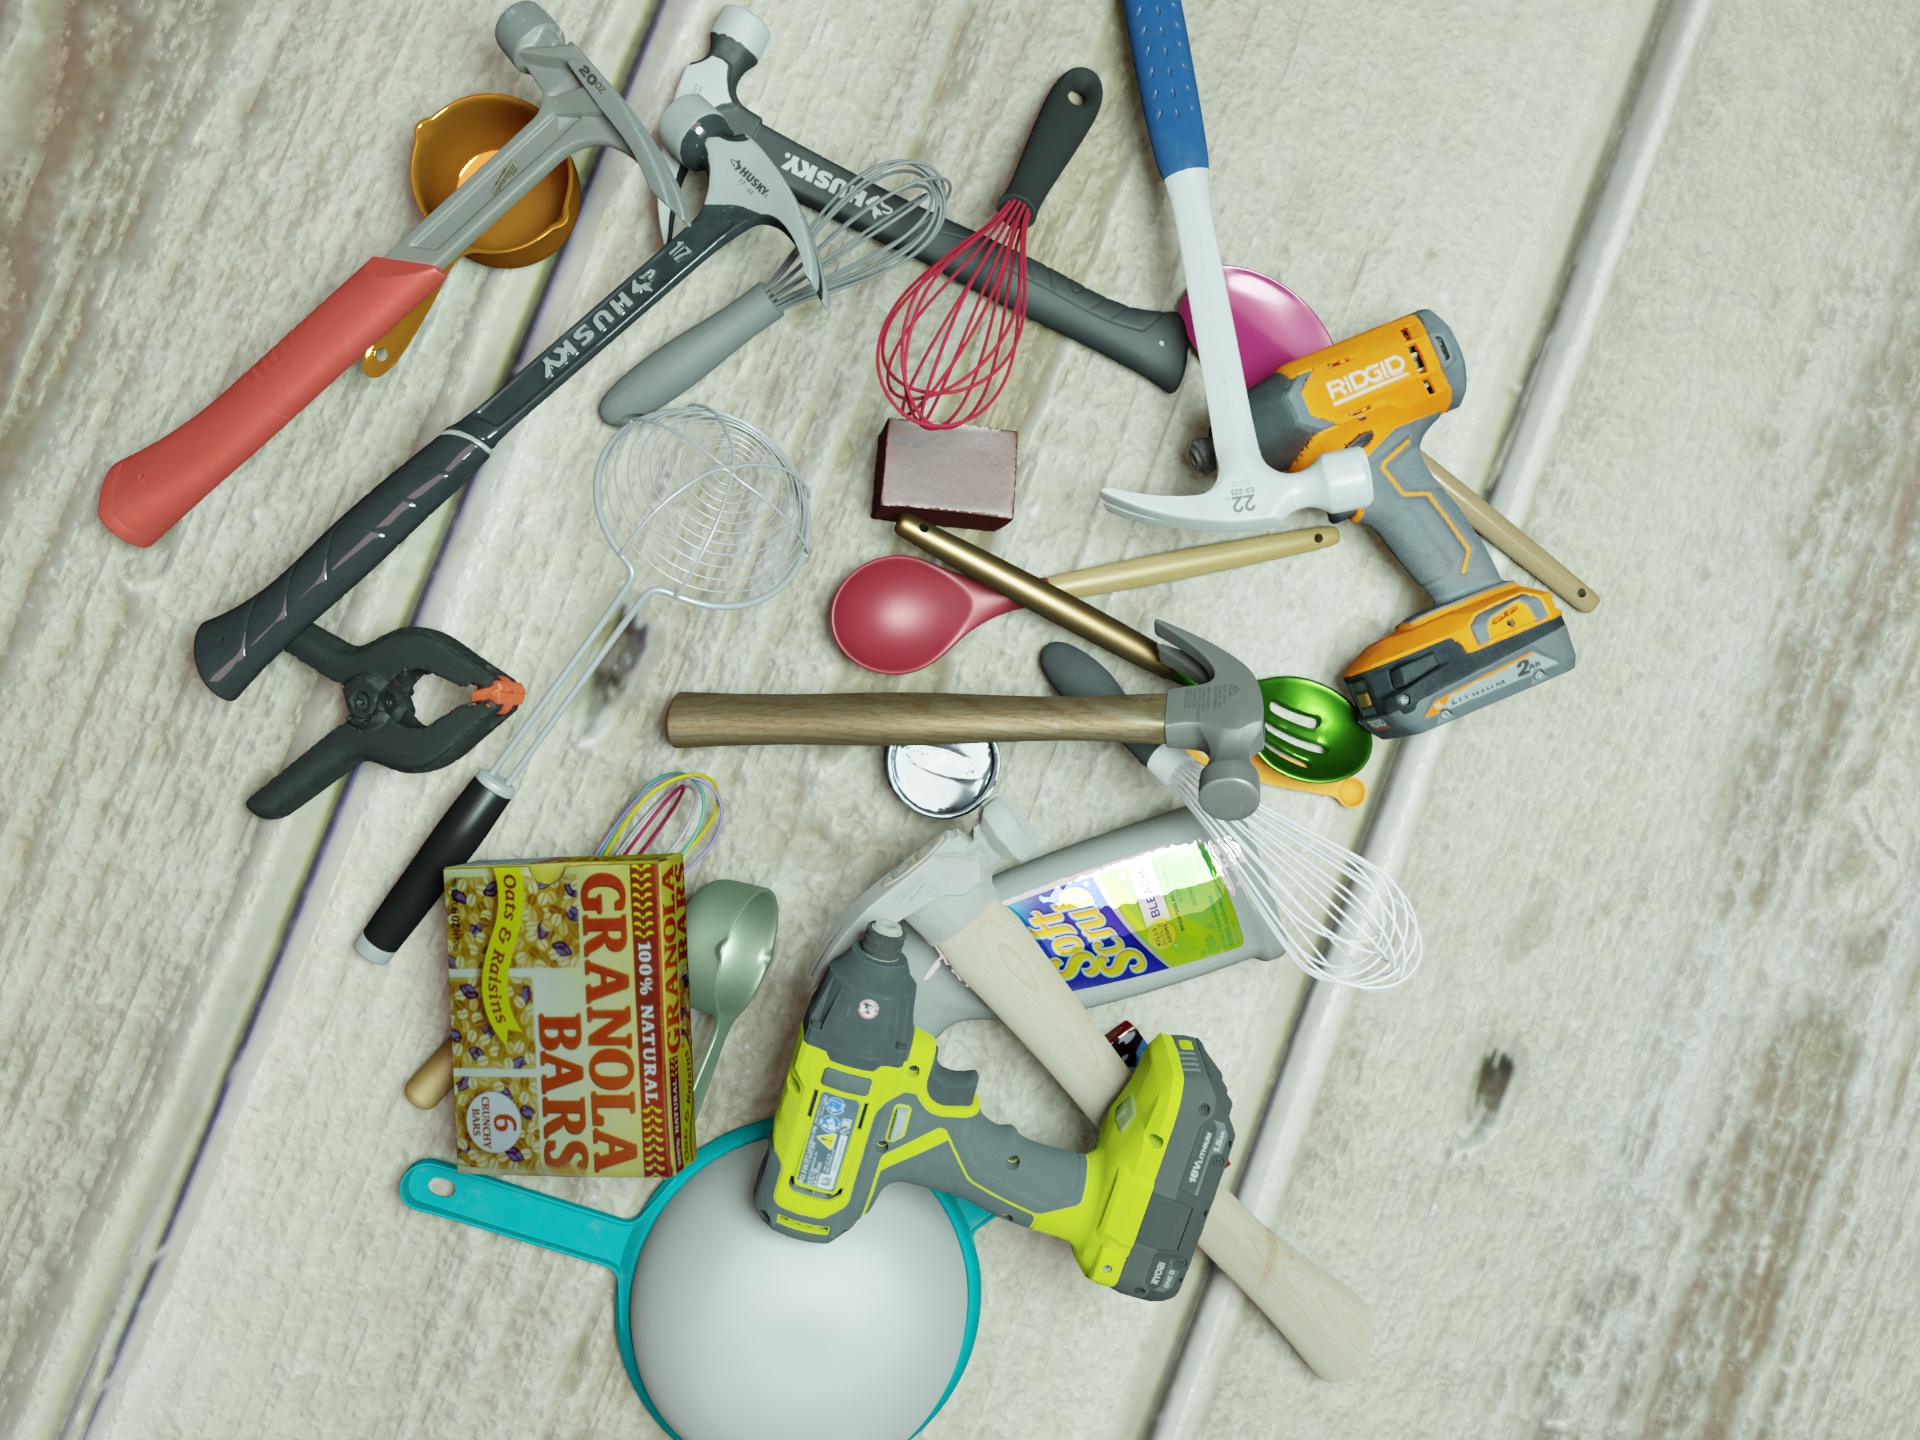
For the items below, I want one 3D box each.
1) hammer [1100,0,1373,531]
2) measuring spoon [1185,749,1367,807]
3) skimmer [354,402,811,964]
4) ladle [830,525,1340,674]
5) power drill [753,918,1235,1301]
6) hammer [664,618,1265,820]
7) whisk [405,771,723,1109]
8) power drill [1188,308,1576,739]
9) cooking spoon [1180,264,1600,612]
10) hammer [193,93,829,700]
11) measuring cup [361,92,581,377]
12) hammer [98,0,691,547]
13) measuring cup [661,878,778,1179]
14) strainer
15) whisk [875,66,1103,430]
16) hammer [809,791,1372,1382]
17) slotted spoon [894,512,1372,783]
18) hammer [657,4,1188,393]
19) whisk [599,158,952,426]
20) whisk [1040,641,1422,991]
[{"bbox_3d":[0.125,-0.300,0.907,0.144,0.035,0.406,-10,78,8],"label":"hammer"},{"bbox_3d":[0.190,0.031,0.965,0.117,0.011,0.021,16,80,-3],"label":"measuring spoon"},{"bbox_3d":[-0.221,-0.018,0.903,0.127,0.090,0.363,37,95,-9],"label":"skimmer"},{"bbox_3d":[0.077,-0.084,0.943,0.315,0.031,0.069,-11,97,-9],"label":"ladle"},{"bbox_3d":[0.020,0.205,0.828,0.223,0.080,0.171,16,104,-5],"label":"power drill"},{"bbox_3d":[-0.001,-0.003,0.873,0.331,0.130,0.031,0,132,12],"label":"hammer"},{"bbox_3d":[-0.225,0.121,0.893,0.051,0.047,0.245,42,88,13],"label":"whisk"},{"bbox_3d":[0.240,-0.107,0.923,0.164,0.084,0.226,-22,88,-5],"label":"power drill"},{"bbox_3d":[0.266,-0.166,0.973,0.319,0.017,0.069,37,85,-5],"label":"cooking spoon"},{"bbox_3d":[-0.246,-0.157,0.848,0.409,0.036,0.149,-42,68,-1],"label":"hammer"},{"bbox_3d":[-0.279,-0.262,0.889,0.095,0.052,0.173,32,90,-4],"label":"measuring cup"},{"bbox_3d":[-0.312,-0.208,0.840,0.359,0.036,0.149,-39,77,9],"label":"hammer"},{"bbox_3d":[-0.149,0.168,0.882,0.038,0.083,0.167,17,83,15],"label":"measuring cup"},{"bbox_3d":[-0.146,0.312,0.872,0.340,0.095,0.211,20,87,-8],"label":"strainer"},{"bbox_3d":[0.025,-0.269,0.882,0.073,0.073,0.296,27,60,-6],"label":"whisk"},{"bbox_3d":[0.092,0.235,0.896,0.146,0.038,0.410,-38,104,5],"label":"hammer"},{"bbox_3d":[0.102,-0.044,0.927,0.313,0.031,0.070,26,61,-12],"label":"slotted spoon"},{"bbox_3d":[-0.018,-0.276,0.930,0.334,0.035,0.146,25,85,-6],"label":"hammer"},{"bbox_3d":[-0.107,-0.234,0.885,0.239,0.055,0.055,-32,93,13],"label":"whisk"},{"bbox_3d":[0.137,0.044,0.874,0.070,0.070,0.285,-42,60,-6],"label":"whisk"}]
